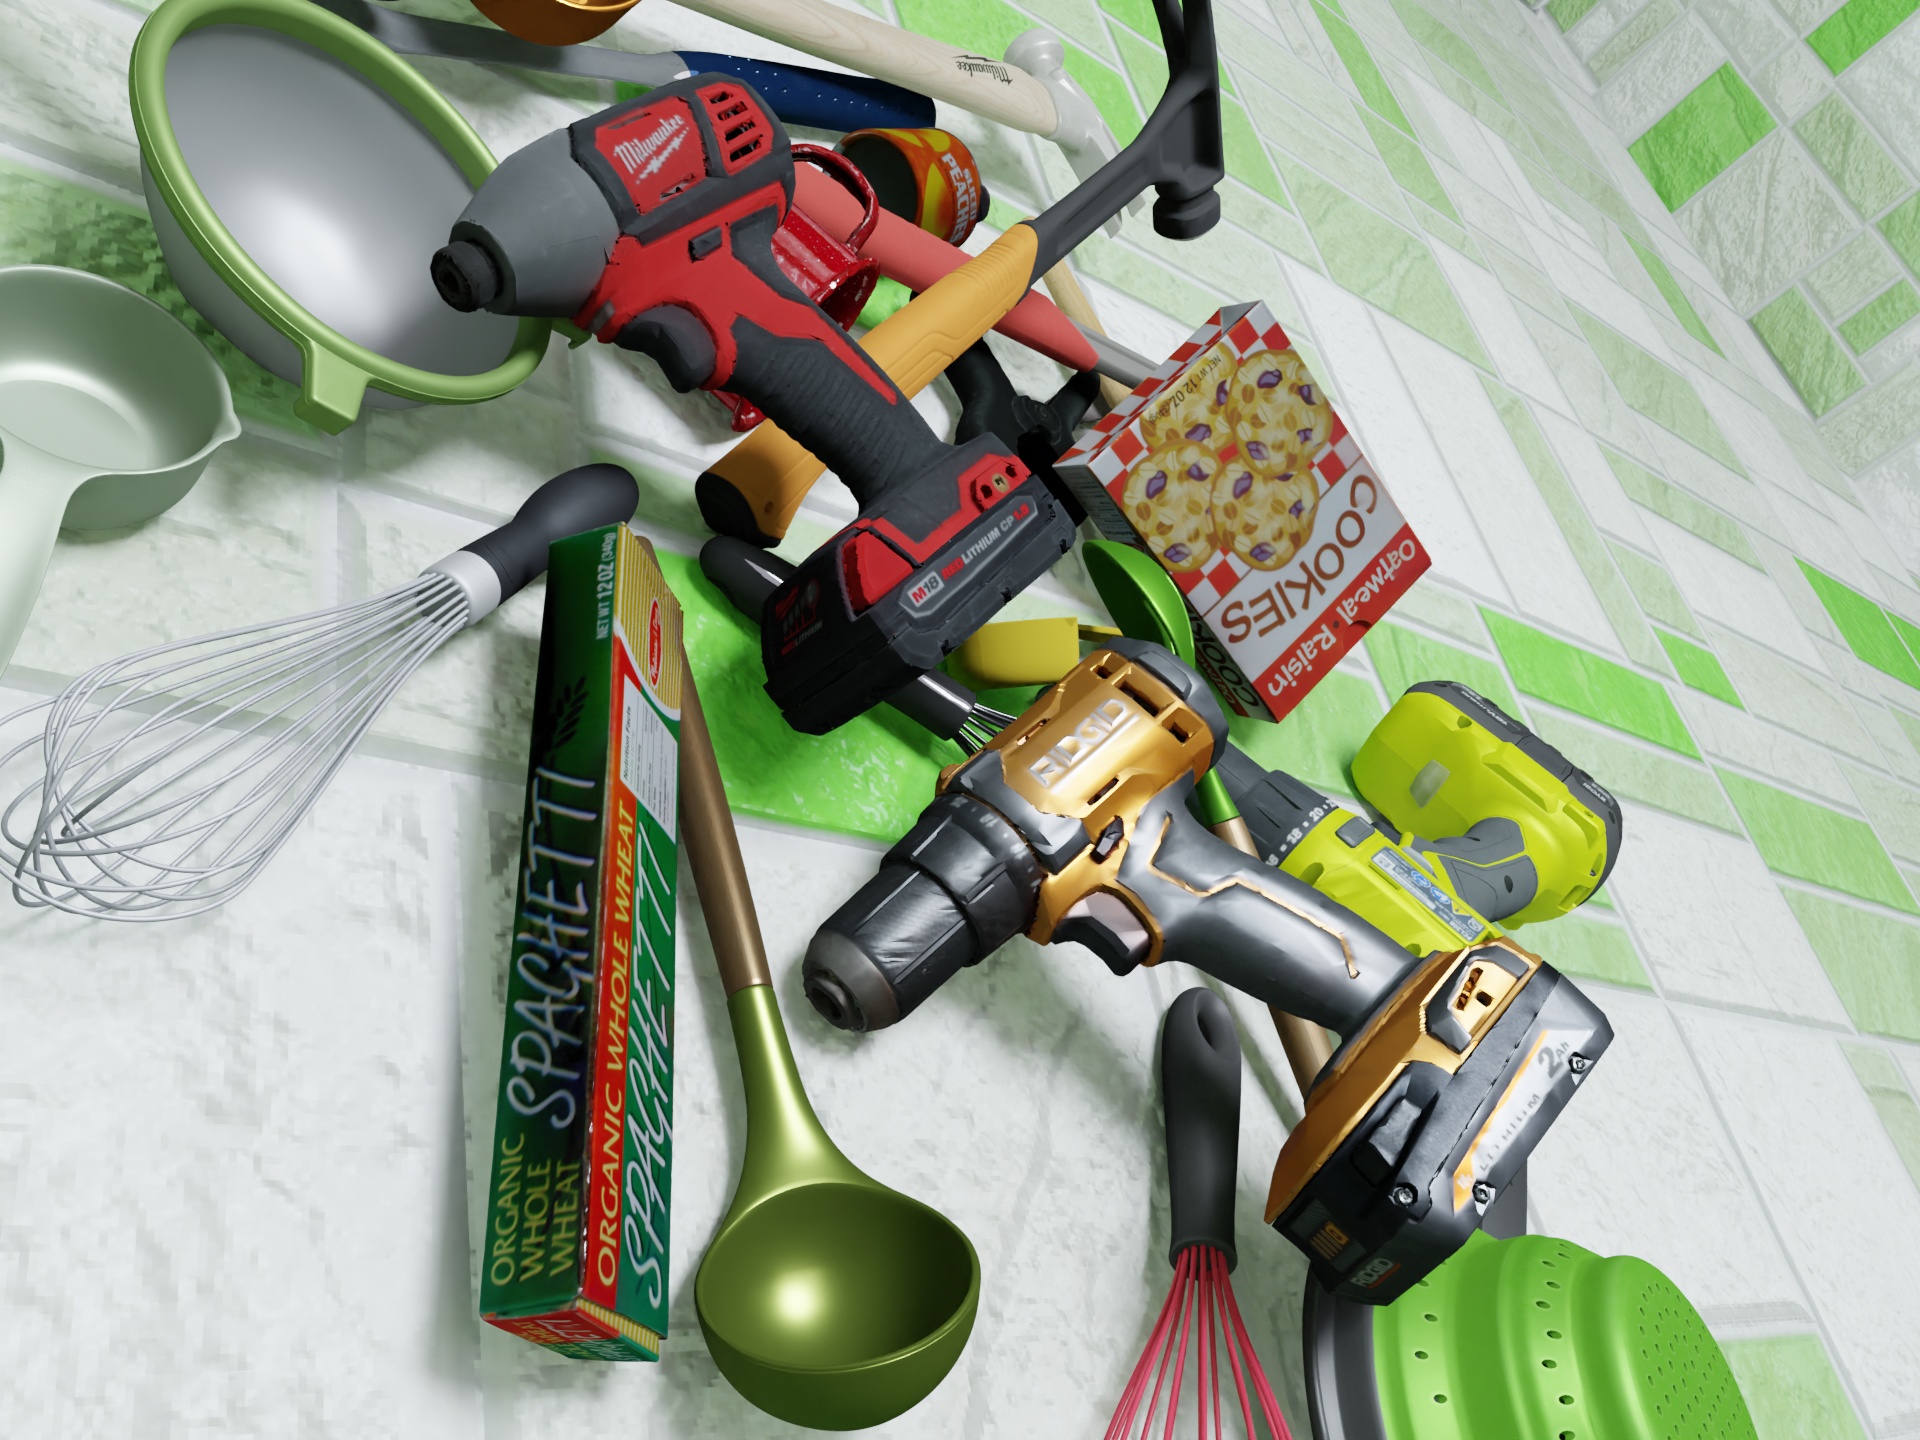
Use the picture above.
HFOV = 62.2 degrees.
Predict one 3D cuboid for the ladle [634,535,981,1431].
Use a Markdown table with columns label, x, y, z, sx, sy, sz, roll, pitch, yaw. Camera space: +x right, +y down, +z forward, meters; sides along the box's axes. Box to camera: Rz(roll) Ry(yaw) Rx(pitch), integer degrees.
| label | x | y | z | sx | sy | sz | roll | pitch | yaw |
| --- | --- | --- | --- | --- | --- | --- | --- | --- | --- |
| ladle | -0.070 | 0.057 | 0.499 | 0.078 | 0.062 | 0.320 | -7 | 57 | -20 |

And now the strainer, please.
| label | x | y | z | sx | sy | sz | roll | pitch | yaw |
| --- | --- | --- | --- | --- | --- | --- | --- | --- | --- |
| strainer | -0.244 | -0.201 | 0.518 | 0.256 | 0.069 | 0.151 | 55 | 29 | -9 |

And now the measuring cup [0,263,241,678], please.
| label | x | y | z | sx | sy | sz | roll | pitch | yaw |
| --- | --- | --- | --- | --- | --- | --- | --- | --- | --- |
| measuring cup | -0.252 | -0.054 | 0.428 | 0.083 | 0.038 | 0.168 | 24 | 45 | -30 |

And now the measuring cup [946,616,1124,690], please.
| label | x | y | z | sx | sy | sz | roll | pitch | yaw |
| --- | --- | --- | --- | --- | --- | --- | --- | --- | --- |
| measuring cup | 0.046 | -0.028 | 0.710 | 0.156 | 0.062 | 0.029 | -1 | 87 | -60 |

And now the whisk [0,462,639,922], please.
| label | x | y | z | sx | sy | sz | roll | pitch | yaw |
| --- | --- | --- | --- | --- | --- | --- | --- | --- | --- |
| whisk | -0.168 | -0.026 | 0.476 | 0.070 | 0.070 | 0.285 | 44 | 32 | -5 |

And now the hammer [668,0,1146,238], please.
| label | x | y | z | sx | sy | sz | roll | pitch | yaw |
| --- | --- | --- | --- | --- | --- | --- | --- | --- | --- |
| hammer | -0.058 | -0.355 | 0.841 | 0.410 | 0.038 | 0.146 | -2 | 60 | -46 |

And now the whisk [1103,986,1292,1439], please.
| label | x | y | z | sx | sy | sz | roll | pitch | yaw |
| --- | --- | --- | --- | --- | --- | --- | --- | --- | --- |
| whisk | 0.080 | 0.195 | 0.529 | 0.073 | 0.073 | 0.296 | 36 | 32 | -16 |

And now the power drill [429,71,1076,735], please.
| label | x | y | z | sx | sy | sz | roll | pitch | yaw |
| --- | --- | --- | --- | --- | --- | --- | --- | --- | --- |
| power drill | -0.073 | -0.112 | 0.554 | 0.219 | 0.078 | 0.143 | 53 | 51 | -6 |

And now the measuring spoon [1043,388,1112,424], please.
| label | x | y | z | sx | sy | sz | roll | pitch | yaw |
| --- | --- | --- | --- | --- | --- | --- | --- | --- | --- |
| measuring spoon | 0.082 | -0.178 | 0.906 | 0.124 | 0.018 | 0.034 | -21 | 76 | -45 |

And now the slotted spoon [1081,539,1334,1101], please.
| label | x | y | z | sx | sy | sz | roll | pitch | yaw |
| --- | --- | --- | --- | --- | --- | --- | --- | --- | --- |
| slotted spoon | 0.118 | 0.066 | 0.658 | 0.070 | 0.031 | 0.314 | 102 | -31 | -81 |

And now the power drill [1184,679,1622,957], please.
| label | x | y | z | sx | sy | sz | roll | pitch | yaw |
| --- | --- | --- | --- | --- | --- | --- | --- | --- | --- |
| power drill | 0.208 | 0.055 | 0.754 | 0.191 | 0.080 | 0.228 | 42 | 34 | 20 |

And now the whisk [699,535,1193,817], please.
| label | x | y | z | sx | sy | sz | roll | pitch | yaw |
| --- | --- | --- | --- | --- | --- | --- | --- | --- | --- |
| whisk | -0.001 | -0.001 | 0.630 | 0.239 | 0.055 | 0.055 | 34 | 38 | -12 |

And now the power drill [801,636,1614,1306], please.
| label | x | y | z | sx | sy | sz | roll | pitch | yaw |
| --- | --- | --- | --- | --- | --- | --- | --- | --- | --- |
| power drill | 0.076 | 0.089 | 0.535 | 0.226 | 0.084 | 0.185 | 40 | 58 | 19 |

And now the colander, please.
| label | x | y | z | sx | sy | sz | roll | pitch | yaw |
| --- | --- | --- | --- | --- | --- | --- | --- | --- | --- |
| colander | 0.238 | 0.214 | 0.618 | 0.204 | 0.094 | 0.397 | 52 | 31 | -12 |

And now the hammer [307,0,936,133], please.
| label | x | y | z | sx | sy | sz | roll | pitch | yaw |
| --- | --- | --- | --- | --- | --- | --- | --- | --- | --- |
| hammer | -0.143 | -0.309 | 0.771 | 0.405 | 0.035 | 0.144 | -19 | 72 | -52 |

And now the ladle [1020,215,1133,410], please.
| label | x | y | z | sx | sy | sz | roll | pitch | yaw |
| --- | --- | --- | --- | --- | --- | --- | --- | --- | --- |
| ladle | 0.102 | -0.154 | 0.874 | 0.069 | 0.031 | 0.316 | -8 | 65 | -42 |

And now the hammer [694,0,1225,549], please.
| label | x | y | z | sx | sy | sz | roll | pitch | yaw |
| --- | --- | --- | --- | --- | --- | --- | --- | --- | --- |
| hammer | 0.009 | -0.191 | 0.685 | 0.034 | 0.127 | 0.337 | 27 | 59 | 31 |

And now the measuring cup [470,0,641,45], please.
| label | x | y | z | sx | sy | sz | roll | pitch | yaw |
| --- | --- | --- | --- | --- | --- | --- | --- | --- | --- |
| measuring cup | -0.199 | -0.358 | 0.649 | 0.173 | 0.052 | 0.095 | 48 | 60 | -21 |

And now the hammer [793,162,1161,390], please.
| label | x | y | z | sx | sy | sz | roll | pitch | yaw |
| --- | --- | --- | --- | --- | --- | --- | --- | --- | --- |
| hammer | 0.026 | -0.197 | 0.782 | 0.358 | 0.036 | 0.149 | 18 | 43 | -34 |
